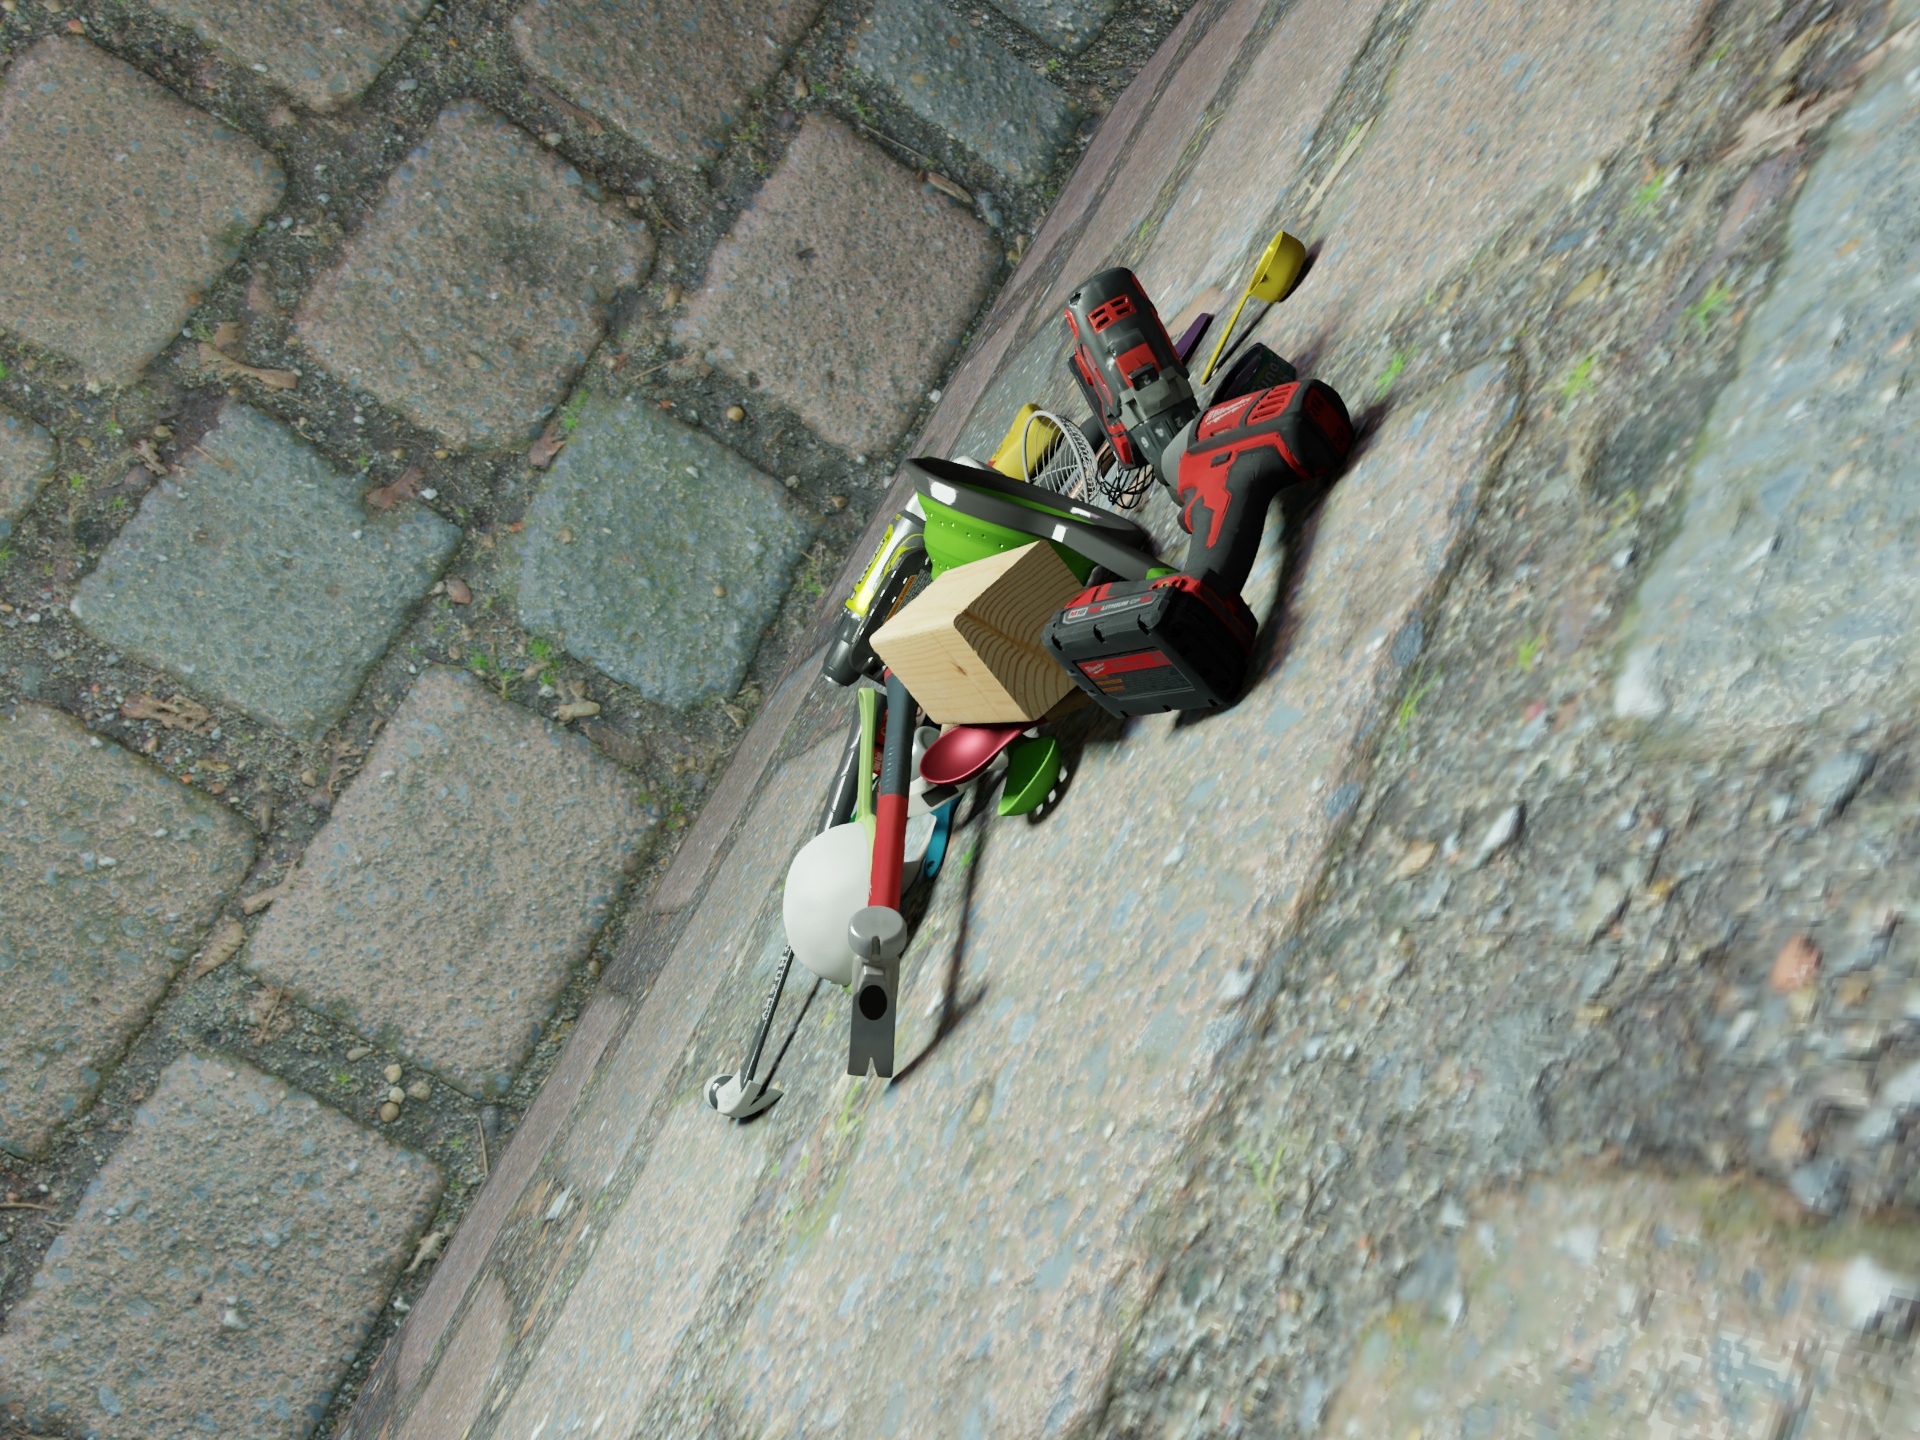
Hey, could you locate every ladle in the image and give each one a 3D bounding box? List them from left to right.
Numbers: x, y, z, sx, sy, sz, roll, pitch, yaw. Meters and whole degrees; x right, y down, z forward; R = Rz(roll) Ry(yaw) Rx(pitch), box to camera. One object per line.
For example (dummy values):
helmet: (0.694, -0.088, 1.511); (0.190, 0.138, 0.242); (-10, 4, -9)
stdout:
ladle: (0.077, -0.017, 1.098); (0.315, 0.031, 0.069); (-30, 26, 46)

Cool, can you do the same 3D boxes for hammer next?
hammer: (-0.140, 0.164, 1.458); (0.149, 0.036, 0.409); (-21, 49, 67)
hammer: (-0.053, 0.088, 1.209); (0.387, 0.038, 0.143); (-87, 2, -55)
hammer: (-0.002, -0.005, 1.428); (0.130, 0.031, 0.331); (-32, 16, 17)

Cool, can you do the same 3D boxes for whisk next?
whisk: (0.065, -0.210, 1.689); (0.284, 0.070, 0.070); (-51, 13, 9)
whisk: (0.164, -0.264, 1.431); (0.055, 0.055, 0.239); (-48, 12, 41)

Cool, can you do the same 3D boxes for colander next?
colander: (0.070, -0.114, 1.228); (0.397, 0.204, 0.094); (43, 119, 60)

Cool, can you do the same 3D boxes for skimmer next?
skimmer: (0.060, -0.137, 1.425); (0.127, 0.090, 0.364); (97, -171, -48)

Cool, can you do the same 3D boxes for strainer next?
strainer: (-0.107, 0.097, 1.318); (0.151, 0.069, 0.256); (151, 123, -73)

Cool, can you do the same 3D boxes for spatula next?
spatula: (0.149, -0.268, 1.569); (0.316, 0.018, 0.060); (-55, 11, 12)

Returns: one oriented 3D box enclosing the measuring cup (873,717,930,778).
measuring cup: (-0.085, 0.025, 1.726); (0.167, 0.038, 0.083); (-47, 16, 37)

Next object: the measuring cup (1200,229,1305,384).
measuring cup: (0.249, -0.345, 1.360); (0.062, 0.029, 0.156); (-70, 5, -45)

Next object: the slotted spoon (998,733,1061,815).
slotted spoon: (0.036, -0.006, 1.253); (0.070, 0.031, 0.314); (-52, 20, 15)

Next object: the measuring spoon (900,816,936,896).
measuring spoon: (-0.032, 0.097, 1.379); (0.124, 0.018, 0.034); (-62, 12, -22)

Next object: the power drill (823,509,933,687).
power drill: (-0.068, -0.102, 1.546); (0.190, 0.080, 0.229); (-59, 15, 6)

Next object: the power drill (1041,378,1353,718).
power drill: (0.145, -0.112, 0.985); (0.143, 0.078, 0.220); (-8, 46, 51)

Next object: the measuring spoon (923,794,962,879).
measuring spoon: (-0.022, 0.085, 1.342); (0.042, 0.021, 0.129); (-31, 26, 26)

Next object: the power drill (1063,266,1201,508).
power drill: (0.146, -0.241, 1.220); (0.080, 0.188, 0.227); (-28, 3, 8)
